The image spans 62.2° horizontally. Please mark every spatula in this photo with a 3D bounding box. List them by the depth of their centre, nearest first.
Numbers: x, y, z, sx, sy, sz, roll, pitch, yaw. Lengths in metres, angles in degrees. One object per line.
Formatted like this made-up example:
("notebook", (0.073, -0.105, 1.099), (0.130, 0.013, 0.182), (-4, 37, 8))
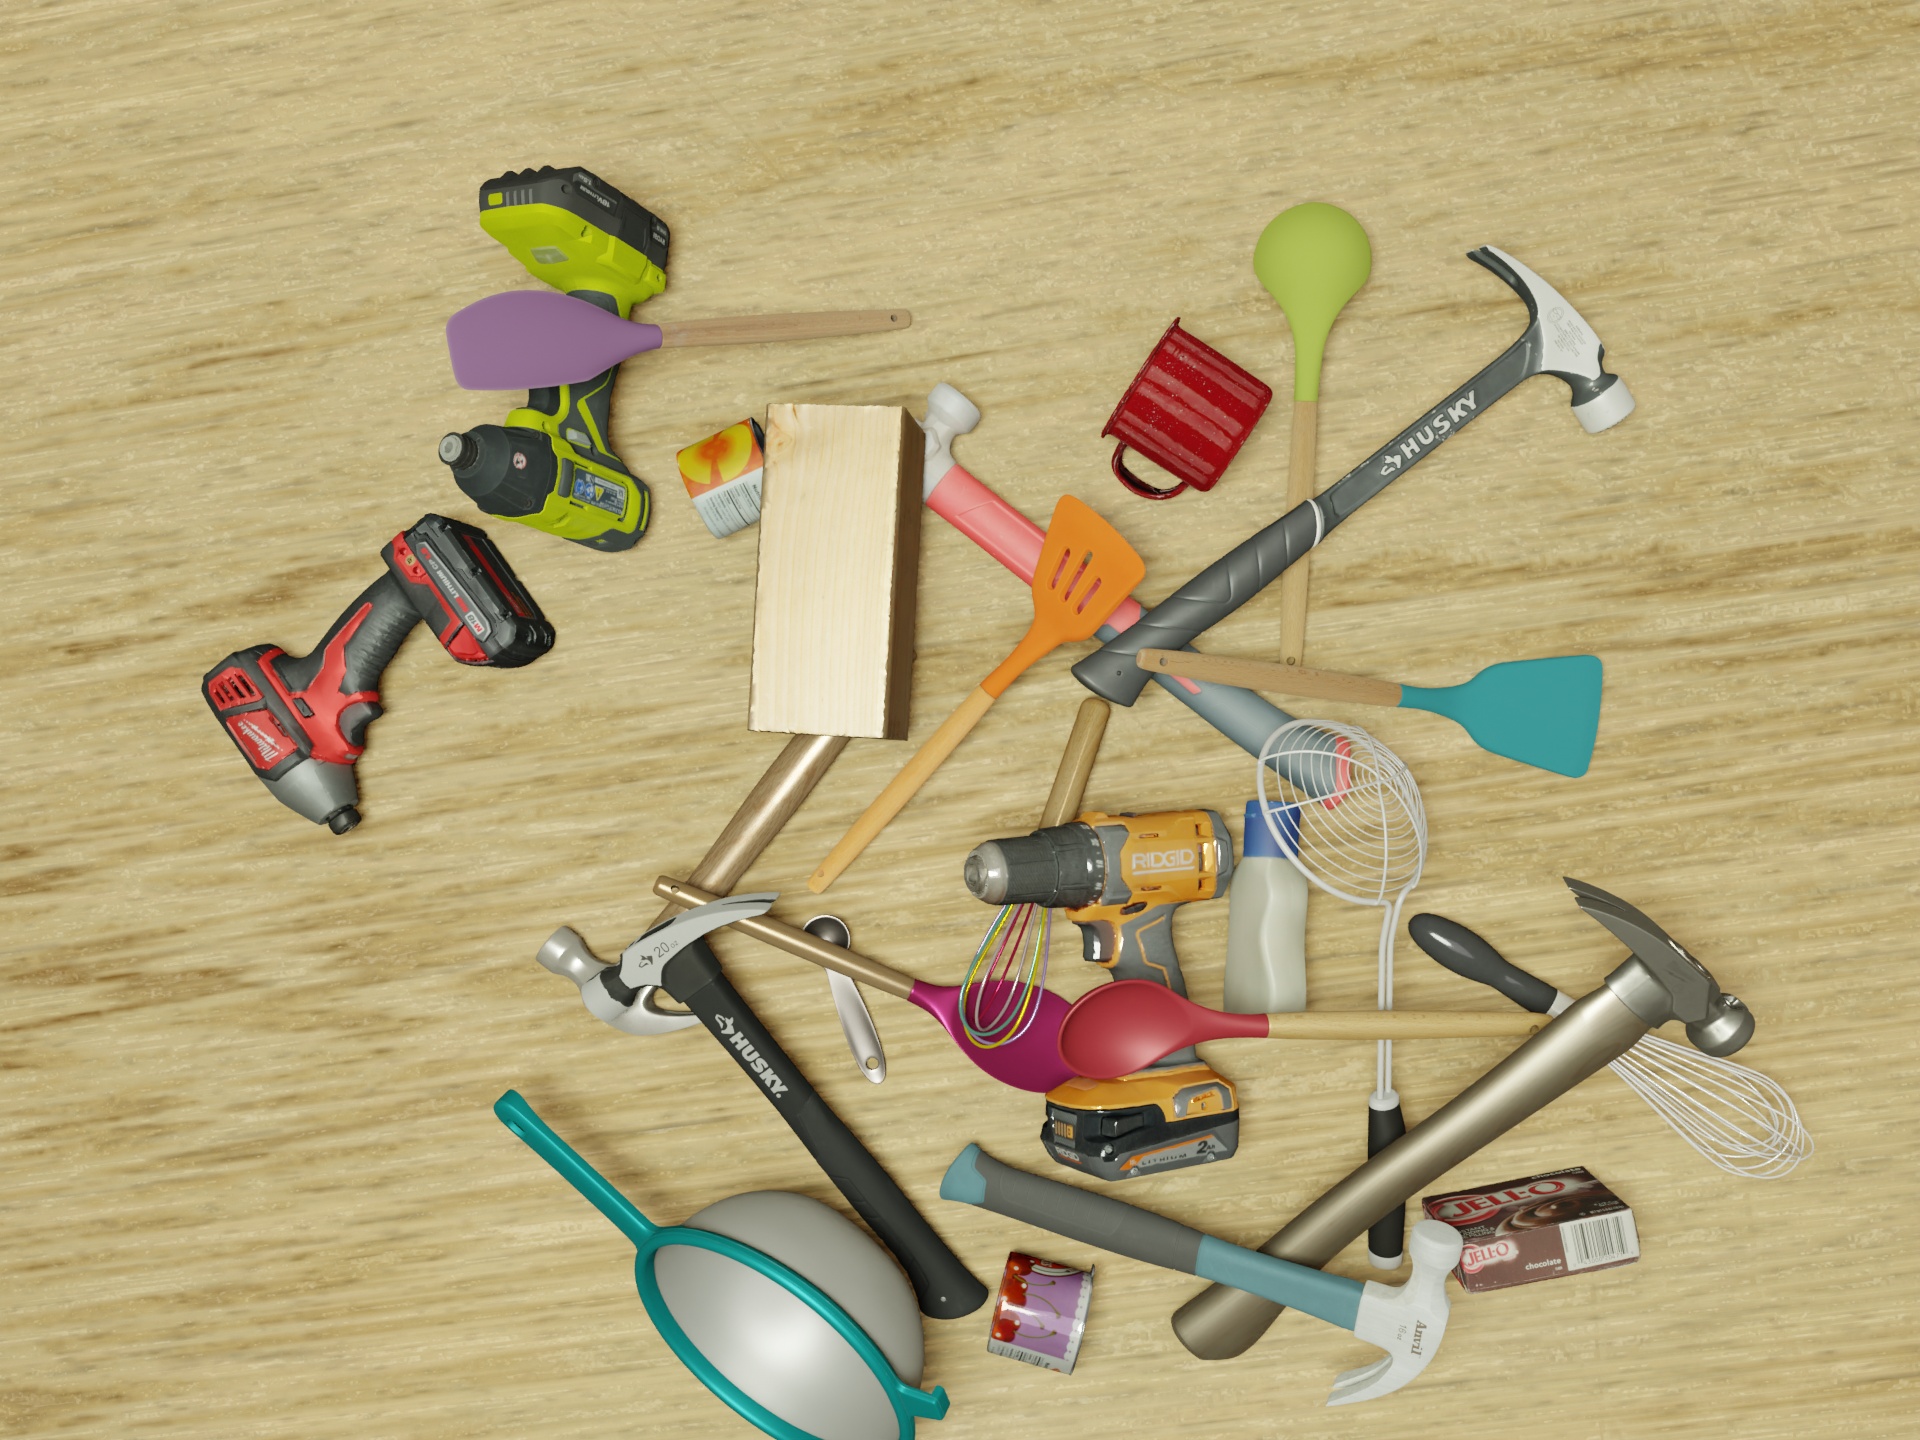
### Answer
("spatula", (-0.171, -0.252, 1.025), (0.316, 0.018, 0.060), (-12, 96, -30))
("spatula", (0.266, -0.021, 1.033), (0.317, 0.044, 0.082), (7, 93, -16))
("spatula", (-0.002, -0.003, 1.054), (0.322, 0.041, 0.081), (-49, 65, 13))

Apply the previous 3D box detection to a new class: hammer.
("hammer", (0.278, 0.266, 0.986), (0.146, 0.038, 0.410), (39, 111, -15))
("hammer", (0.140, 0.335, 1.013), (0.331, 0.033, 0.128), (12, 104, 23))
("hammer", (0.242, -0.145, 1.035), (0.409, 0.036, 0.149), (-37, 100, -3))
("hammer", (-0.093, 0.263, 1.054), (0.146, 0.035, 0.334), (-37, 96, 16))
("hammer", (0.094, -0.057, 1.075), (0.386, 0.038, 0.143), (38, 93, 4))
("hammer", (-0.141, 0.076, 1.091), (0.130, 0.031, 0.331), (38, 91, 5))

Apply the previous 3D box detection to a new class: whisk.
("whisk", (0.420, 0.207, 1.040), (0.284, 0.070, 0.070), (31, 91, 9))
("whisk", (0.050, 0.099, 1.063), (0.051, 0.047, 0.245), (23, 80, -17))

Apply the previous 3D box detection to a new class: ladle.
("ladle", (0.212, 0.185, 0.968), (0.315, 0.031, 0.069), (1, 113, -7))
("ladle", (0.231, -0.187, 1.073), (0.078, 0.062, 0.320), (3, 95, 8))

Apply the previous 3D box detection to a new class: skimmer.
("skimmer", (0.251, 0.181, 1.032), (0.127, 0.090, 0.363), (-17, 110, -36))

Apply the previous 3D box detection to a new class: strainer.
("strainer", (-0.148, 0.334, 1.032), (0.340, 0.211, 0.095), (41, 47, 4))

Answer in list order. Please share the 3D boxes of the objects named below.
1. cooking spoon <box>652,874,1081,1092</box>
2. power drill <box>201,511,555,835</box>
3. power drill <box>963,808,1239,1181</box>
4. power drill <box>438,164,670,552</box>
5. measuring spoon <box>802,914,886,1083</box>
("cooking spoon", (-0.057, 0.171, 1.069), (0.319, 0.017, 0.069), (23, 76, -5))
("power drill", (-0.398, -0.030, 1.093), (0.219, 0.078, 0.143), (-36, 86, 5))
("power drill", (0.092, 0.171, 1.017), (0.185, 0.084, 0.226), (-1, 88, -29))
("power drill", (-0.264, -0.236, 1.042), (0.080, 0.171, 0.223), (2, 84, 26))
("measuring spoon", (-0.077, 0.191, 1.095), (0.034, 0.018, 0.124), (-20, 94, 2))
